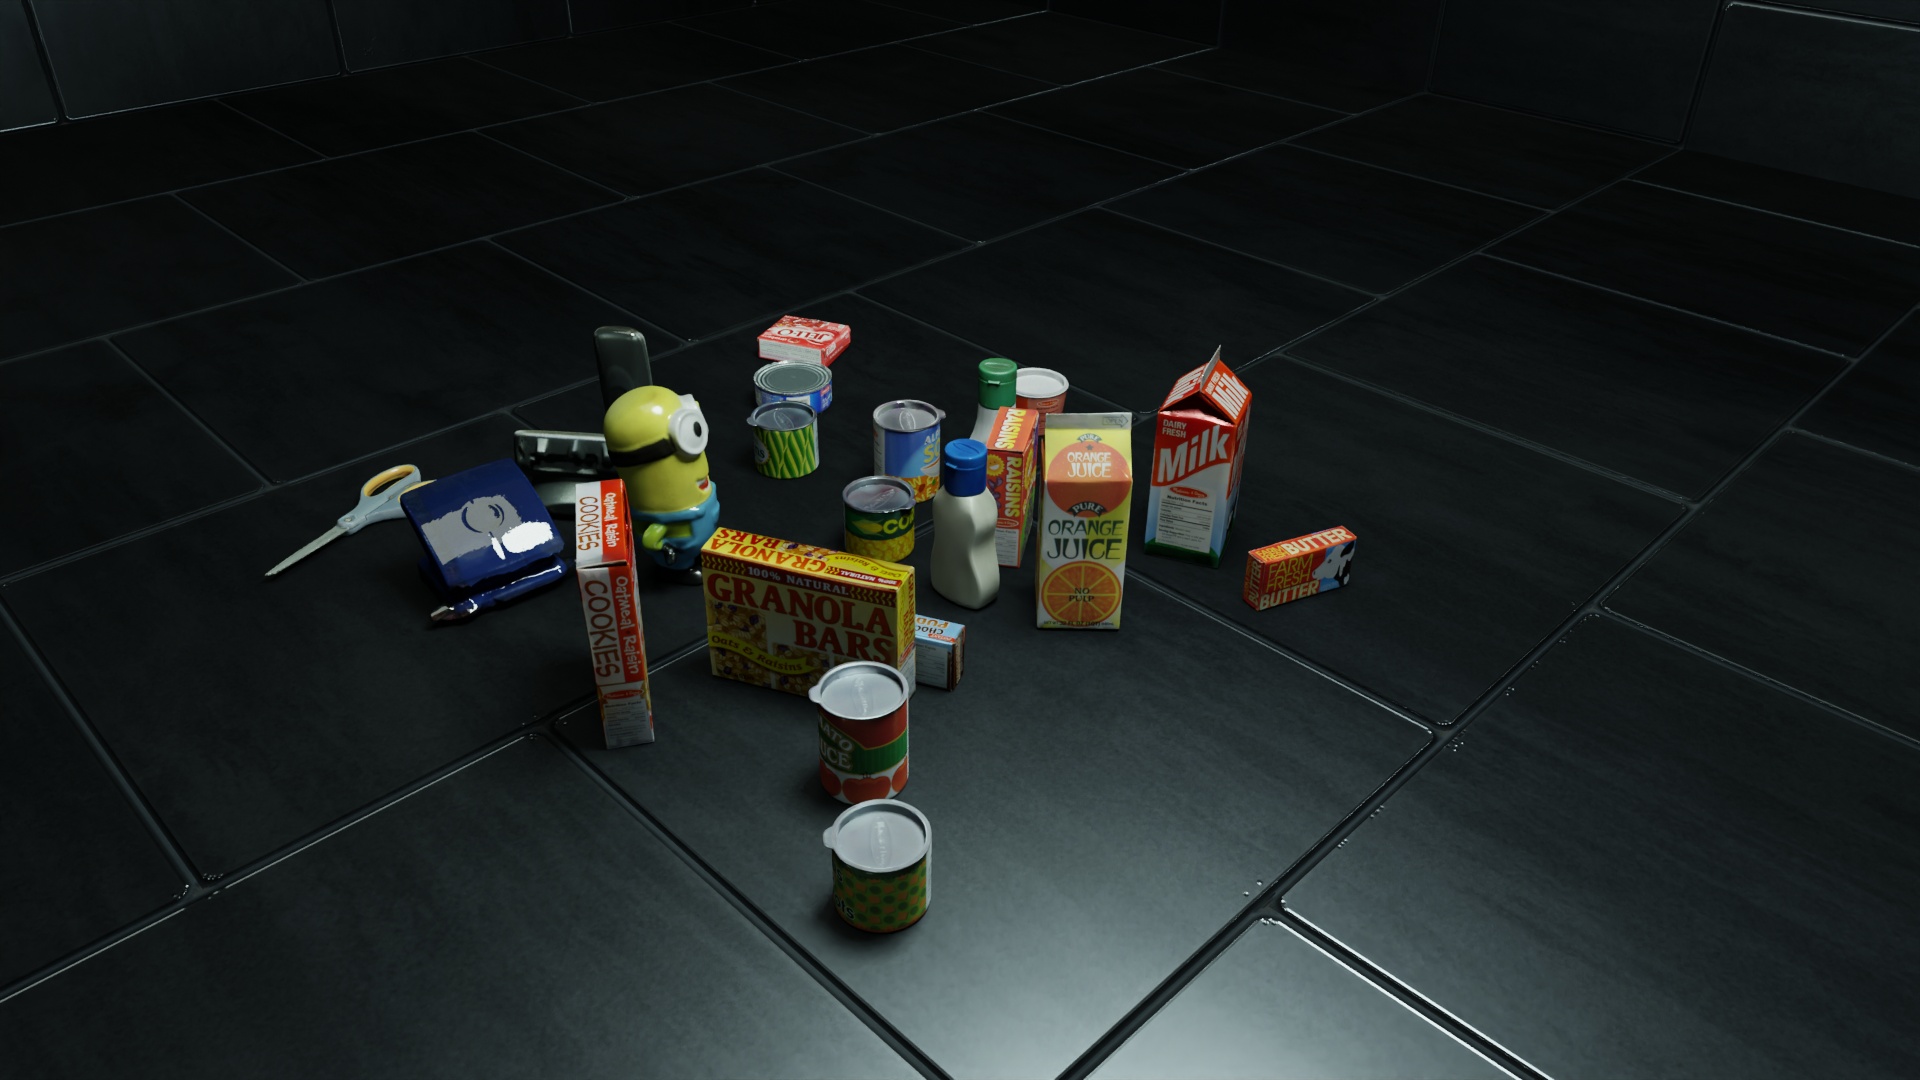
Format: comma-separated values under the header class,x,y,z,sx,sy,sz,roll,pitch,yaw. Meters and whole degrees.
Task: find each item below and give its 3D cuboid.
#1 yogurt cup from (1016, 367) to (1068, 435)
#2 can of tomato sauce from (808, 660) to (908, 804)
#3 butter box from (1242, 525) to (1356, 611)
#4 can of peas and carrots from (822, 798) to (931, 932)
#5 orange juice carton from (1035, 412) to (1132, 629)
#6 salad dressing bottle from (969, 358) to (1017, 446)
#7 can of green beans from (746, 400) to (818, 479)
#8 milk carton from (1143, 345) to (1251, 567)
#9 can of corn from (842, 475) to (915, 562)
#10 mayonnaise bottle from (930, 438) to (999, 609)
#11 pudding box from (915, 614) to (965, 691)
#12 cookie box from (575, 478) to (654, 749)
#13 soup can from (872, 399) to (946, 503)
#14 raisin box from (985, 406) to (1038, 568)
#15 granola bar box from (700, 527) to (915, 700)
class,x,y,z,sx,sy,sz,roll,pitch,yaw
yogurt cup,0.081,-0.149,1.501,0.072,0.053,0.073,1,32,0
can of tomato sauce,-0.072,0.141,1.010,0.071,0.082,0.071,1,32,0
butter box,0.301,0.025,1.233,0.104,0.052,0.024,-14,35,-22
can of peas and carrots,-0.054,0.215,0.916,0.071,0.058,0.071,1,32,0
orange juice carton,0.102,-0.022,1.171,0.072,0.191,0.073,1,32,0
salad dressing bottle,0.035,-0.102,1.338,0.064,0.146,0.044,8,33,11
can of green beans,-0.178,-0.103,1.417,0.071,0.057,0.071,1,32,0
milk carton,0.218,-0.078,1.265,0.073,0.189,0.073,12,34,17
can of corn,-0.073,-0.018,1.285,0.071,0.058,0.071,1,32,0
mayonnaise bottle,0.004,-0.015,1.199,0.065,0.147,0.041,26,40,34
pudding box,-0.040,0.087,1.128,0.084,0.049,0.030,11,33,16
cookie box,-0.264,0.055,1.063,0.040,0.166,0.123,-7,33,-12
soup can,-0.050,-0.087,1.372,0.071,0.083,0.072,1,32,0
raisin box,0.046,-0.049,1.277,0.040,0.122,0.086,7,33,10
granola bar box,-0.119,0.065,1.091,0.165,0.123,0.039,11,33,15
